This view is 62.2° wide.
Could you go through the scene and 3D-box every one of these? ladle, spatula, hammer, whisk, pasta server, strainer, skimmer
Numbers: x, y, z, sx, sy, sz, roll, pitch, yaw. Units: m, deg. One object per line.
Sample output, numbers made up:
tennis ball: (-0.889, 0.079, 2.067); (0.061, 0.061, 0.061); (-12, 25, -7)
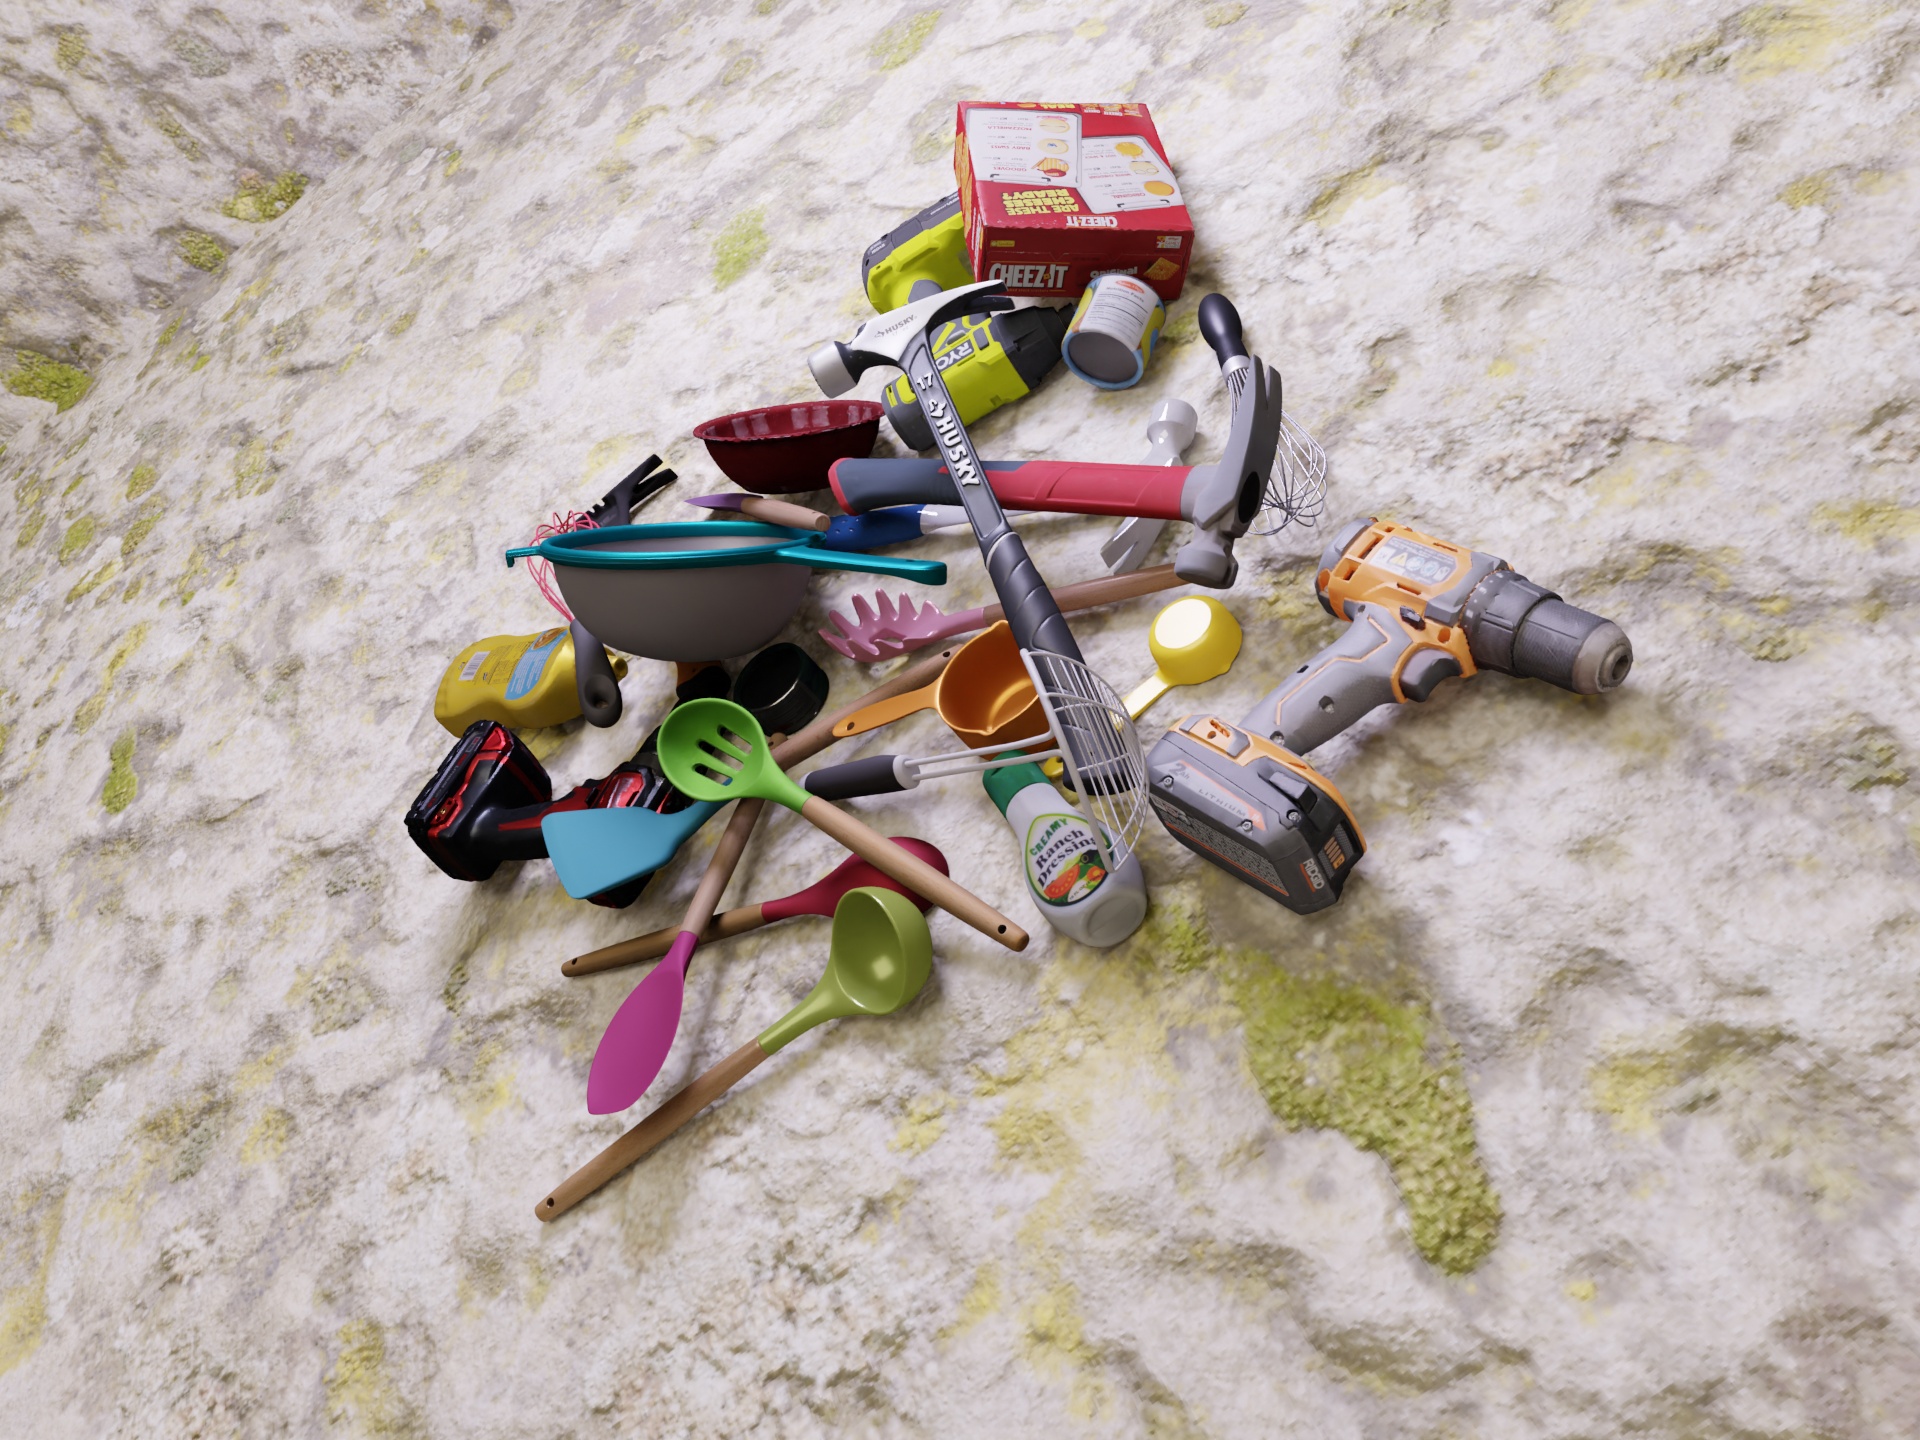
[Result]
ladle: (-0.149, 0.134, 1.068); (0.315, 0.031, 0.069); (-18, 45, 27)
spatula: (-0.134, 0.026, 1.100); (0.317, 0.044, 0.082); (-31, 50, -4)
hammer: (0.047, -0.177, 1.097); (0.386, 0.038, 0.143); (12, 84, 46)
hammer: (-0.019, -0.150, 1.205); (0.405, 0.035, 0.144); (-4, 53, 35)
spatula: (-0.159, -0.170, 1.270); (0.059, 0.018, 0.316); (-11, 15, -21)
whisk: (0.199, -0.221, 1.091); (0.070, 0.070, 0.285); (-25, 39, 18)
pasta server: (0.039, -0.082, 1.094); (0.316, 0.040, 0.060); (-10, 37, 33)
ladle: (-0.147, 0.213, 0.976); (0.320, 0.062, 0.078); (-38, 62, 8)
hammer: (-0.255, -0.115, 1.356); (0.127, 0.034, 0.337); (-41, 41, 2)
hammer: (0.026, -0.125, 1.027); (0.149, 0.036, 0.409); (-27, 60, 8)
whisk: (-0.306, -0.086, 1.287); (0.073, 0.073, 0.296); (-35, 41, 7)
strainer: (-0.152, -0.085, 1.157); (0.340, 0.095, 0.211); (9, 16, 33)
skimmer: (-0.018, 0.035, 0.950); (0.090, 0.127, 0.363); (-28, 10, -36)

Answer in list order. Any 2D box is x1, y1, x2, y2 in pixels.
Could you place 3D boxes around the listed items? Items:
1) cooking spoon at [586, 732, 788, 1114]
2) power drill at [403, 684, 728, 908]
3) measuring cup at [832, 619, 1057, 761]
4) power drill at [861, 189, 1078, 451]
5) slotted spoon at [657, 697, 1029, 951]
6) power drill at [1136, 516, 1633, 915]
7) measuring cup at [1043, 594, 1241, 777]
cooking spoon: (-0.171, 0.125, 1.060); (0.069, 0.017, 0.319); (-16, 38, 33)
power drill: (-0.291, 0.049, 1.211); (0.227, 0.080, 0.188); (1, 49, 33)
measuring cup: (-0.002, -0.003, 1.055); (0.173, 0.052, 0.095); (-18, 46, 27)
power drill: (0.005, -0.339, 1.323); (0.171, 0.080, 0.223); (-29, 46, 14)
slotted spoon: (-0.079, 0.068, 1.013); (0.314, 0.031, 0.070); (29, 82, 33)
power drill: (0.229, -0.004, 0.863); (0.226, 0.084, 0.185); (-46, 43, -12)
measuring cup: (0.108, -0.022, 1.001); (0.156, 0.029, 0.062); (-40, 41, -1)
